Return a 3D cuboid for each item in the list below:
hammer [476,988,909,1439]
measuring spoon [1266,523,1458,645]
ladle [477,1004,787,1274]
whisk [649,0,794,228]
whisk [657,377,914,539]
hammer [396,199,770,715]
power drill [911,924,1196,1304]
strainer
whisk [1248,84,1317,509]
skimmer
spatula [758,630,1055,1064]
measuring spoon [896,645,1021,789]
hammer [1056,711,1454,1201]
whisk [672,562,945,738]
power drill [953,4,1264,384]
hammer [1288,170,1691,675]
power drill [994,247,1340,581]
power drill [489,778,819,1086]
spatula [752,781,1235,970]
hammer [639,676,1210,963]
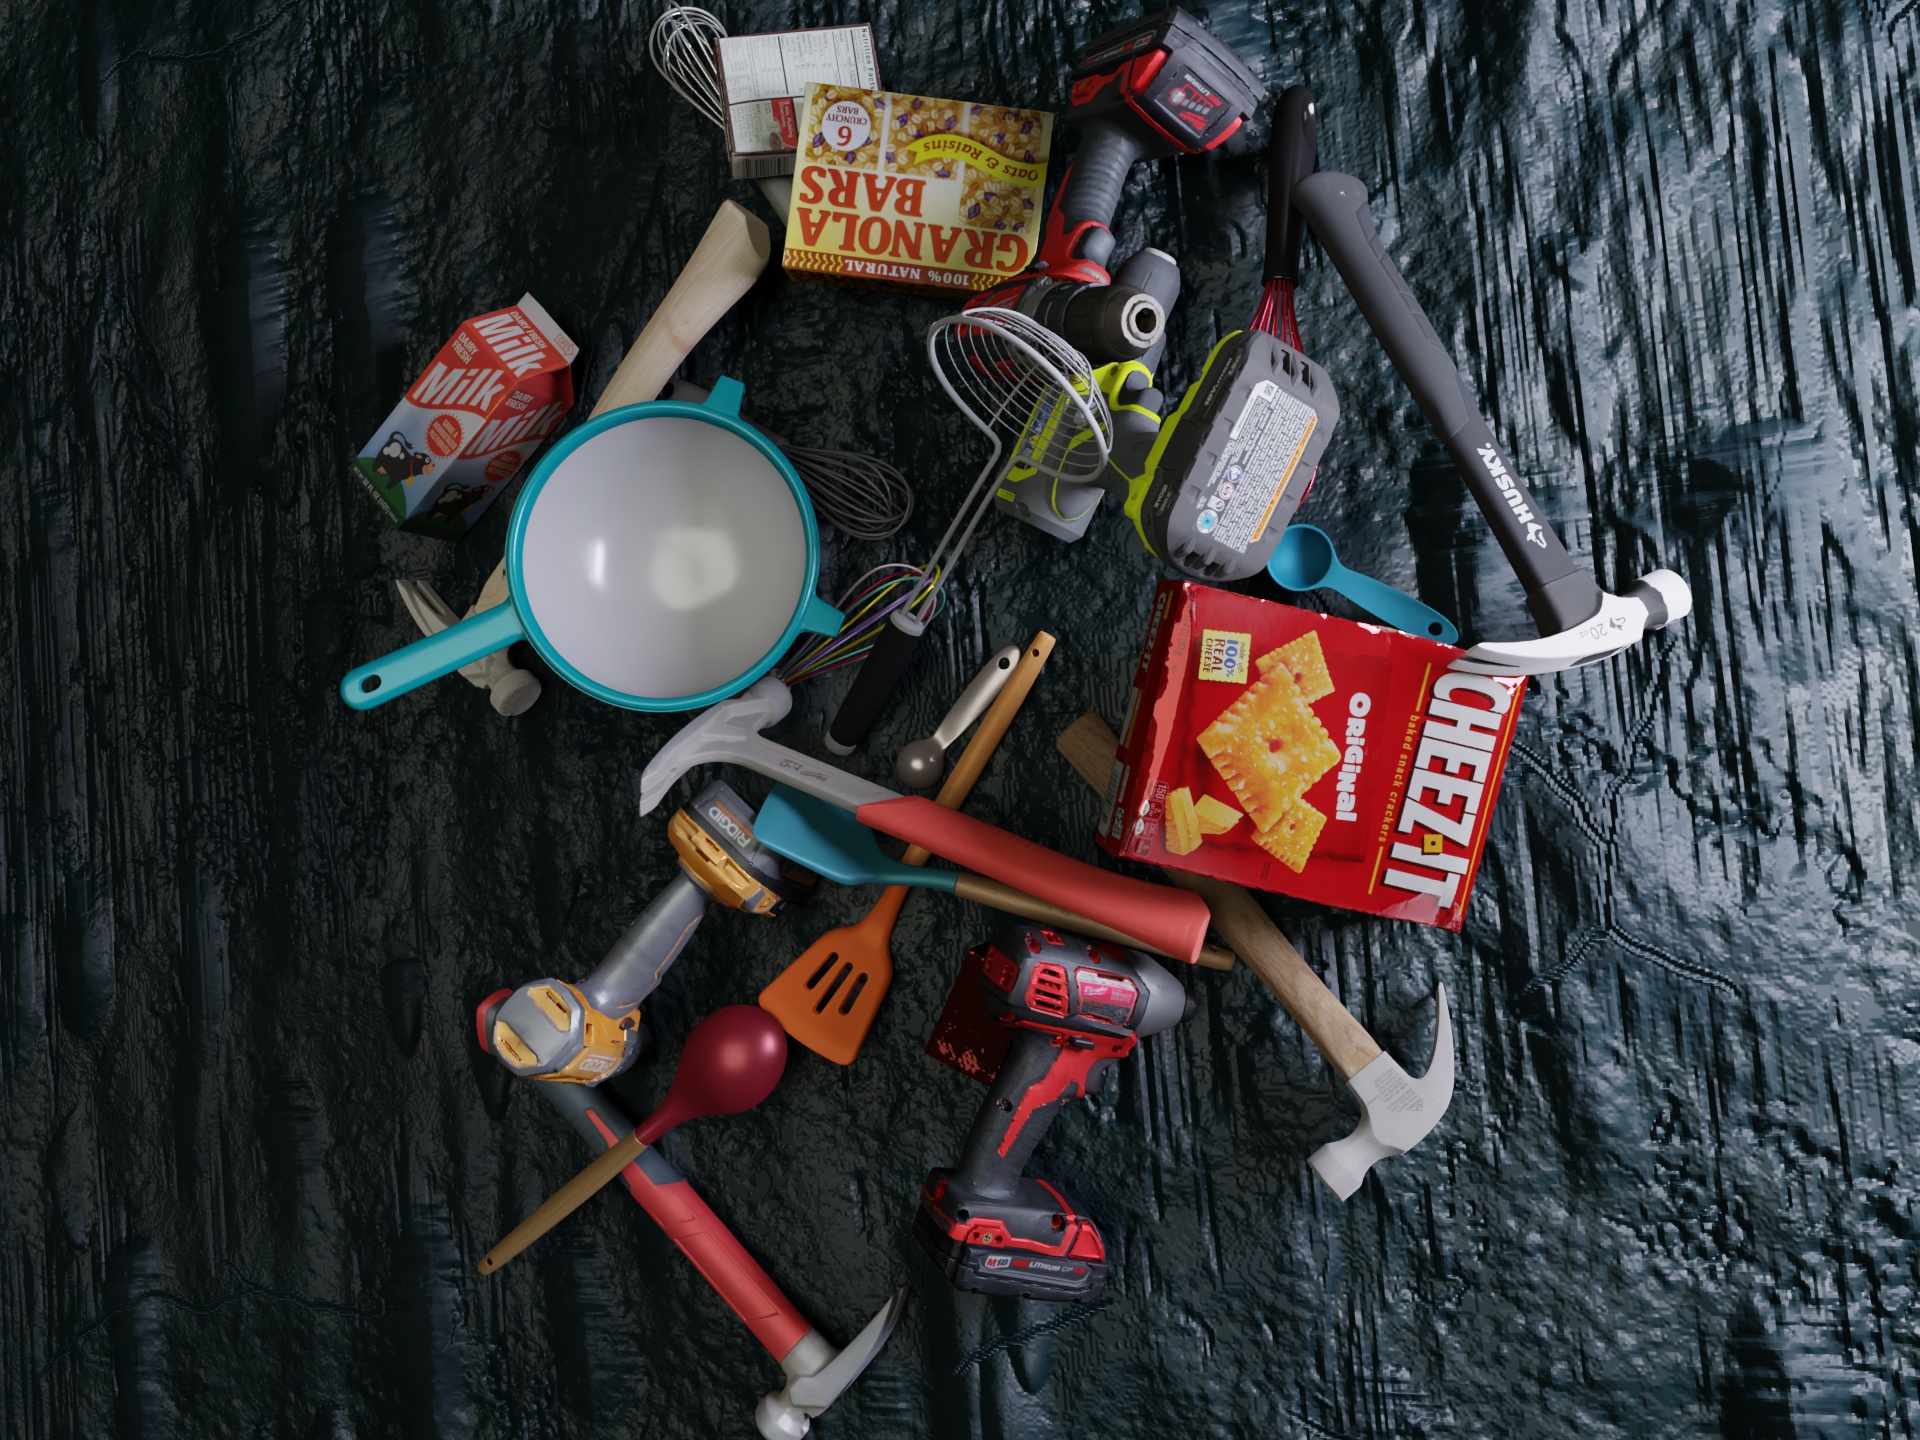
[{"bbox_3d":[-0.209,0.325,1.144,0.386,0.038,0.143,43,102,17],"label":"hammer"},{"bbox_3d":[0.250,-0.080,0.991,0.128,0.021,0.042,30,96,10],"label":"measuring spoon"},{"bbox_3d":[-0.240,0.305,1.121,0.315,0.031,0.069,-41,76,19],"label":"ladle"},{"bbox_3d":[-0.150,-0.415,1.141,0.058,0.059,0.246,-31,81,-10],"label":"whisk"},{"bbox_3d":[-0.128,-0.192,1.125,0.239,0.055,0.055,31,100,24],"label":"whisk"},{"bbox_3d":[-0.272,-0.203,1.164,0.146,0.038,0.410,44,110,18],"label":"hammer"},{"bbox_3d":[0.062,0.243,0.998,0.079,0.143,0.219,25,99,65],"label":"power drill"},{"bbox_3d":[-0.257,-0.082,1.104,0.340,0.095,0.211,-24,86,0],"label":"strainer"},{"bbox_3d":[0.197,-0.254,0.992,0.073,0.073,0.296,5,85,22],"label":"whisk"},{"bbox_3d":[-0.022,-0.094,0.983,0.127,0.090,0.363,37,127,7],"label":"skimmer"},{"bbox_3d":[-0.025,0.080,1.077,0.081,0.041,0.322,33,99,15],"label":"spatula"},{"bbox_3d":[-0.002,-0.003,1.083,0.034,0.018,0.124,44,103,17],"label":"measuring spoon"},{"bbox_3d":[0.176,0.123,0.990,0.130,0.031,0.331,-38,70,-2],"label":"hammer"},{"bbox_3d":[-0.109,-0.040,1.119,0.245,0.051,0.047,-32,57,22],"label":"whisk"},{"bbox_3d":[0.095,-0.307,0.961,0.188,0.080,0.227,20,83,61],"label":"power drill"},{"bbox_3d":[0.282,-0.179,0.928,0.146,0.035,0.335,-22,77,-19],"label":"hammer"},{"bbox_3d":[0.120,-0.187,0.959,0.190,0.080,0.229,-64,30,7],"label":"power drill"},{"bbox_3d":[-0.201,0.160,1.096,0.084,0.185,0.226,41,84,17],"label":"power drill"},{"bbox_3d":[0.024,0.106,1.030,0.317,0.082,0.044,15,127,9],"label":"spatula"},{"bbox_3d":[-0.019,0.073,0.996,0.359,0.149,0.036,22,127,18],"label":"hammer"}]
